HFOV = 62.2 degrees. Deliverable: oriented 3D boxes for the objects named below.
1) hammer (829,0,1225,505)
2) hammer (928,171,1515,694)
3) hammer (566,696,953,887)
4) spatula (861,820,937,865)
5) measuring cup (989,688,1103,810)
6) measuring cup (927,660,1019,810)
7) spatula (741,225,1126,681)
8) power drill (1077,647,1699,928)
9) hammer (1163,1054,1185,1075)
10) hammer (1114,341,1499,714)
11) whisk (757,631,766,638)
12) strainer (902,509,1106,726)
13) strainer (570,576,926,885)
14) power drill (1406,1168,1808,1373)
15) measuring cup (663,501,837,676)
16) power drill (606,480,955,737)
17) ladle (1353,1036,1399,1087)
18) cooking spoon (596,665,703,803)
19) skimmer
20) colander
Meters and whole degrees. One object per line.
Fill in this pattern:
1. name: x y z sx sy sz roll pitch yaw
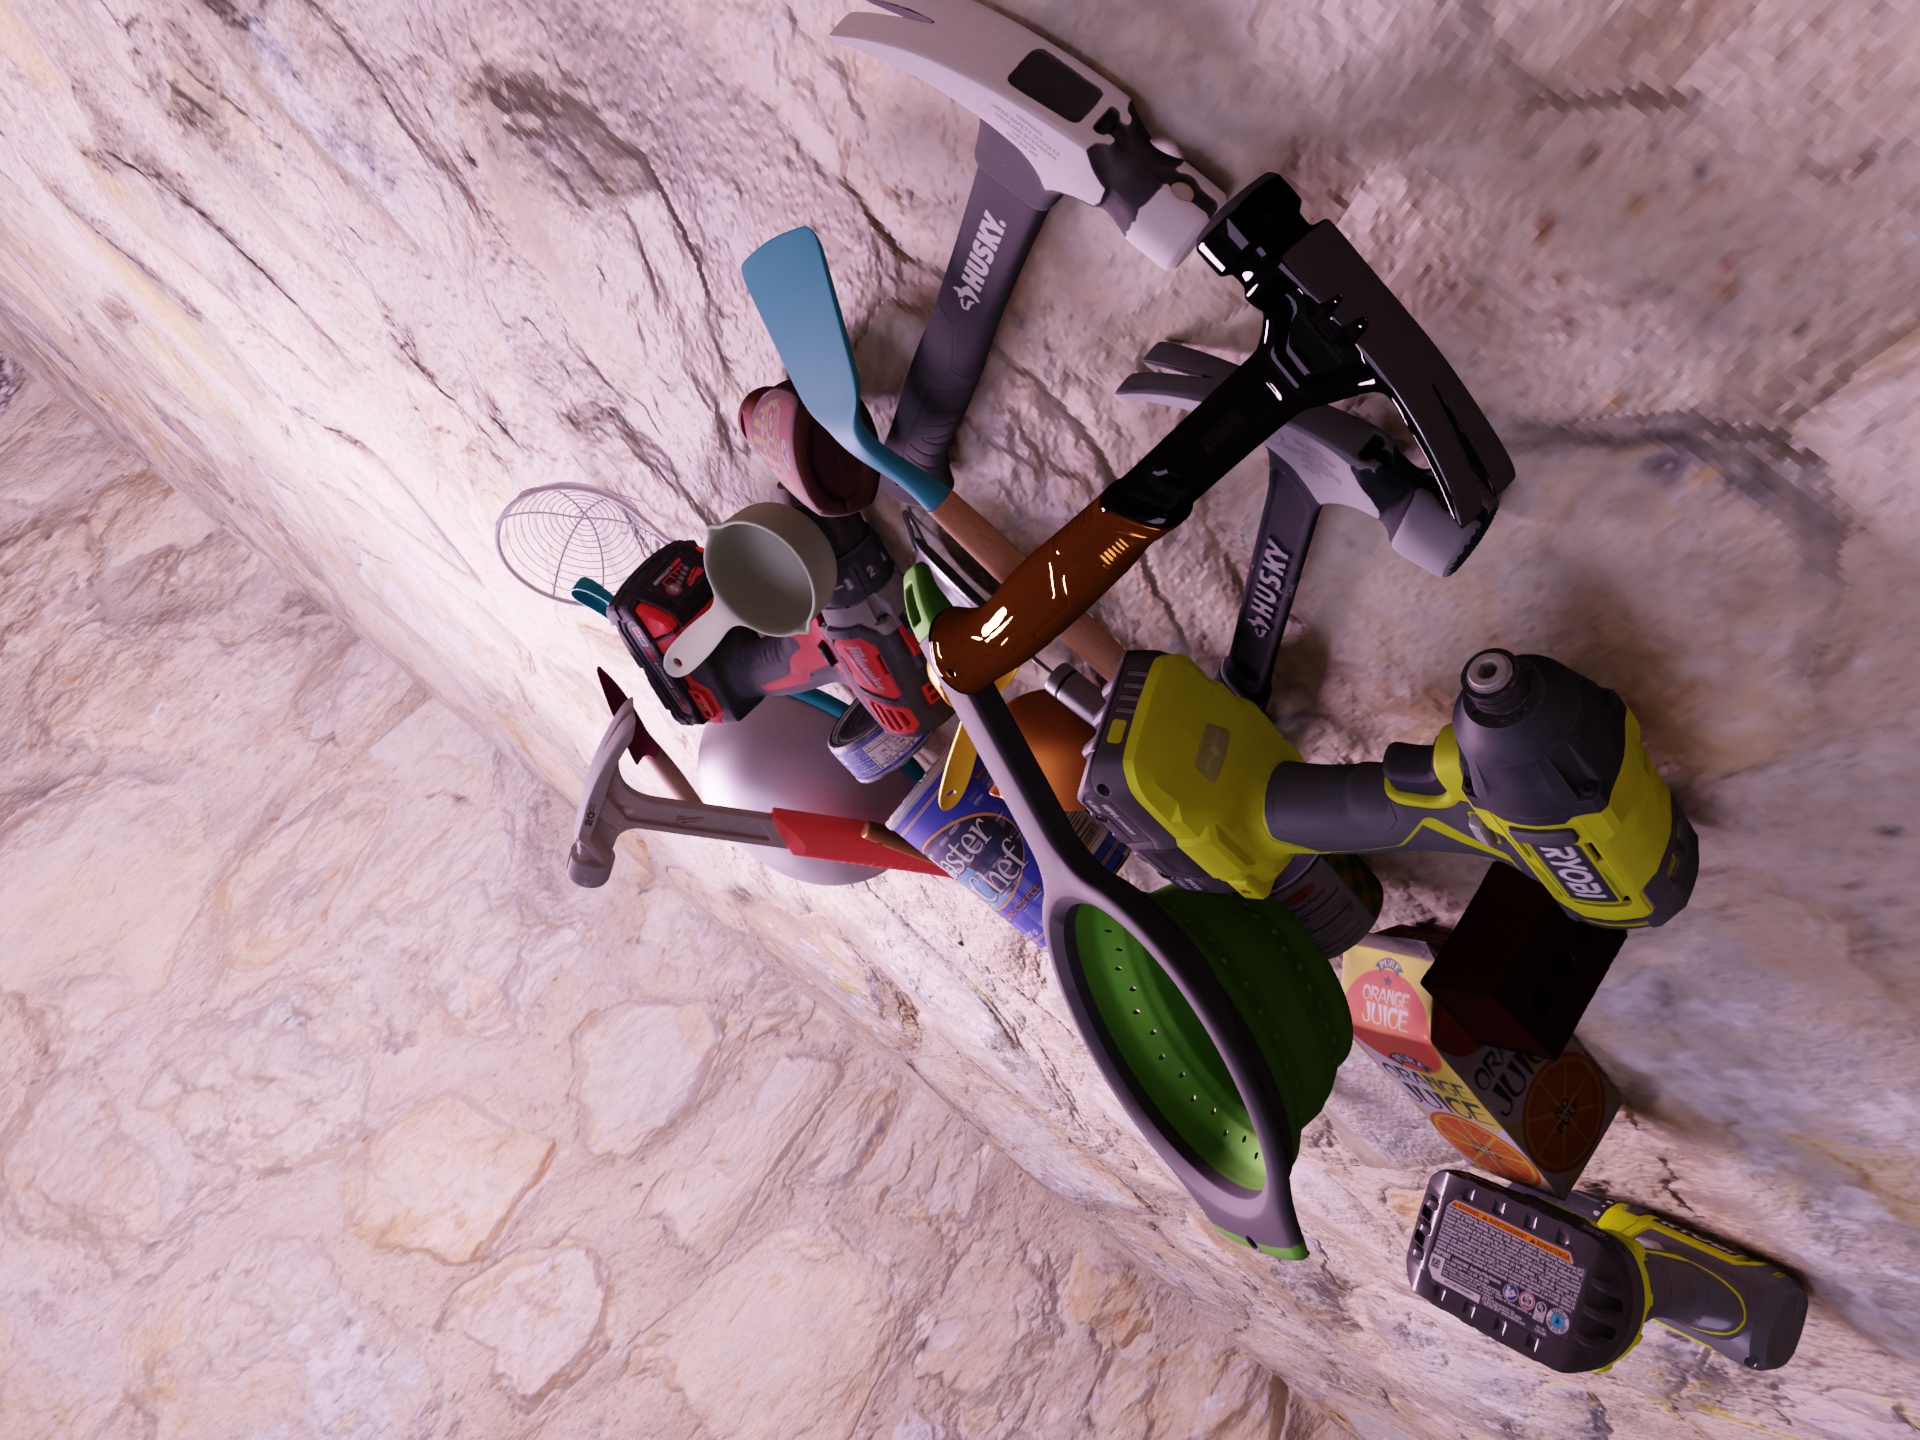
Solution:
1. hammer: -0.004 -0.173 0.684 0.146 0.035 0.334 38 162 0
2. hammer: 0.069 -0.072 0.640 0.127 0.034 0.337 50 151 -1
3. hammer: -0.089 0.077 1.135 0.359 0.149 0.037 10 -146 -24
4. spatula: 0.068 0.136 1.173 0.322 0.041 0.081 21 169 -25
5. measuring cup: 0.053 -0.001 0.953 0.174 0.095 0.052 -122 27 -67
6. measuring cup: -0.002 -0.003 0.986 0.029 0.062 0.156 52 146 32
7. spatula: 0.014 -0.095 0.747 0.317 0.044 0.082 41 162 -24
8. power drill: 0.169 0.022 0.662 0.223 0.080 0.171 0 151 41
9. hammer: 0.197 0.208 1.169 0.128 0.033 0.330 13 149 21
10. hammer: 0.134 -0.029 0.760 0.149 0.036 0.408 35 162 16
11. whisk: -0.125 -0.020 1.266 0.246 0.059 0.058 48 -158 -13
12. strainer: 0.048 -0.025 0.867 0.259 0.050 0.086 39 -175 21
13. strainer: -0.174 0.026 1.213 0.340 0.095 0.211 38 151 -15
14. power drill: 0.375 0.327 0.968 0.228 0.080 0.191 17 179 -40
15. measuring cup: -0.131 -0.072 0.952 0.083 0.038 0.167 47 138 -7
16. power drill: -0.121 -0.074 1.021 0.227 0.080 0.187 1 131 38
17. ladle: 0.248 0.196 1.044 0.078 0.062 0.319 -25 124 31
18. cooking spoon: -0.234 0.030 1.230 0.318 0.017 0.069 83 165 -72
19. skimmer: -0.204 -0.095 1.165 0.364 0.090 0.127 24 153 38
20. colander: 0.097 0.080 0.833 0.397 0.094 0.204 62 163 2
